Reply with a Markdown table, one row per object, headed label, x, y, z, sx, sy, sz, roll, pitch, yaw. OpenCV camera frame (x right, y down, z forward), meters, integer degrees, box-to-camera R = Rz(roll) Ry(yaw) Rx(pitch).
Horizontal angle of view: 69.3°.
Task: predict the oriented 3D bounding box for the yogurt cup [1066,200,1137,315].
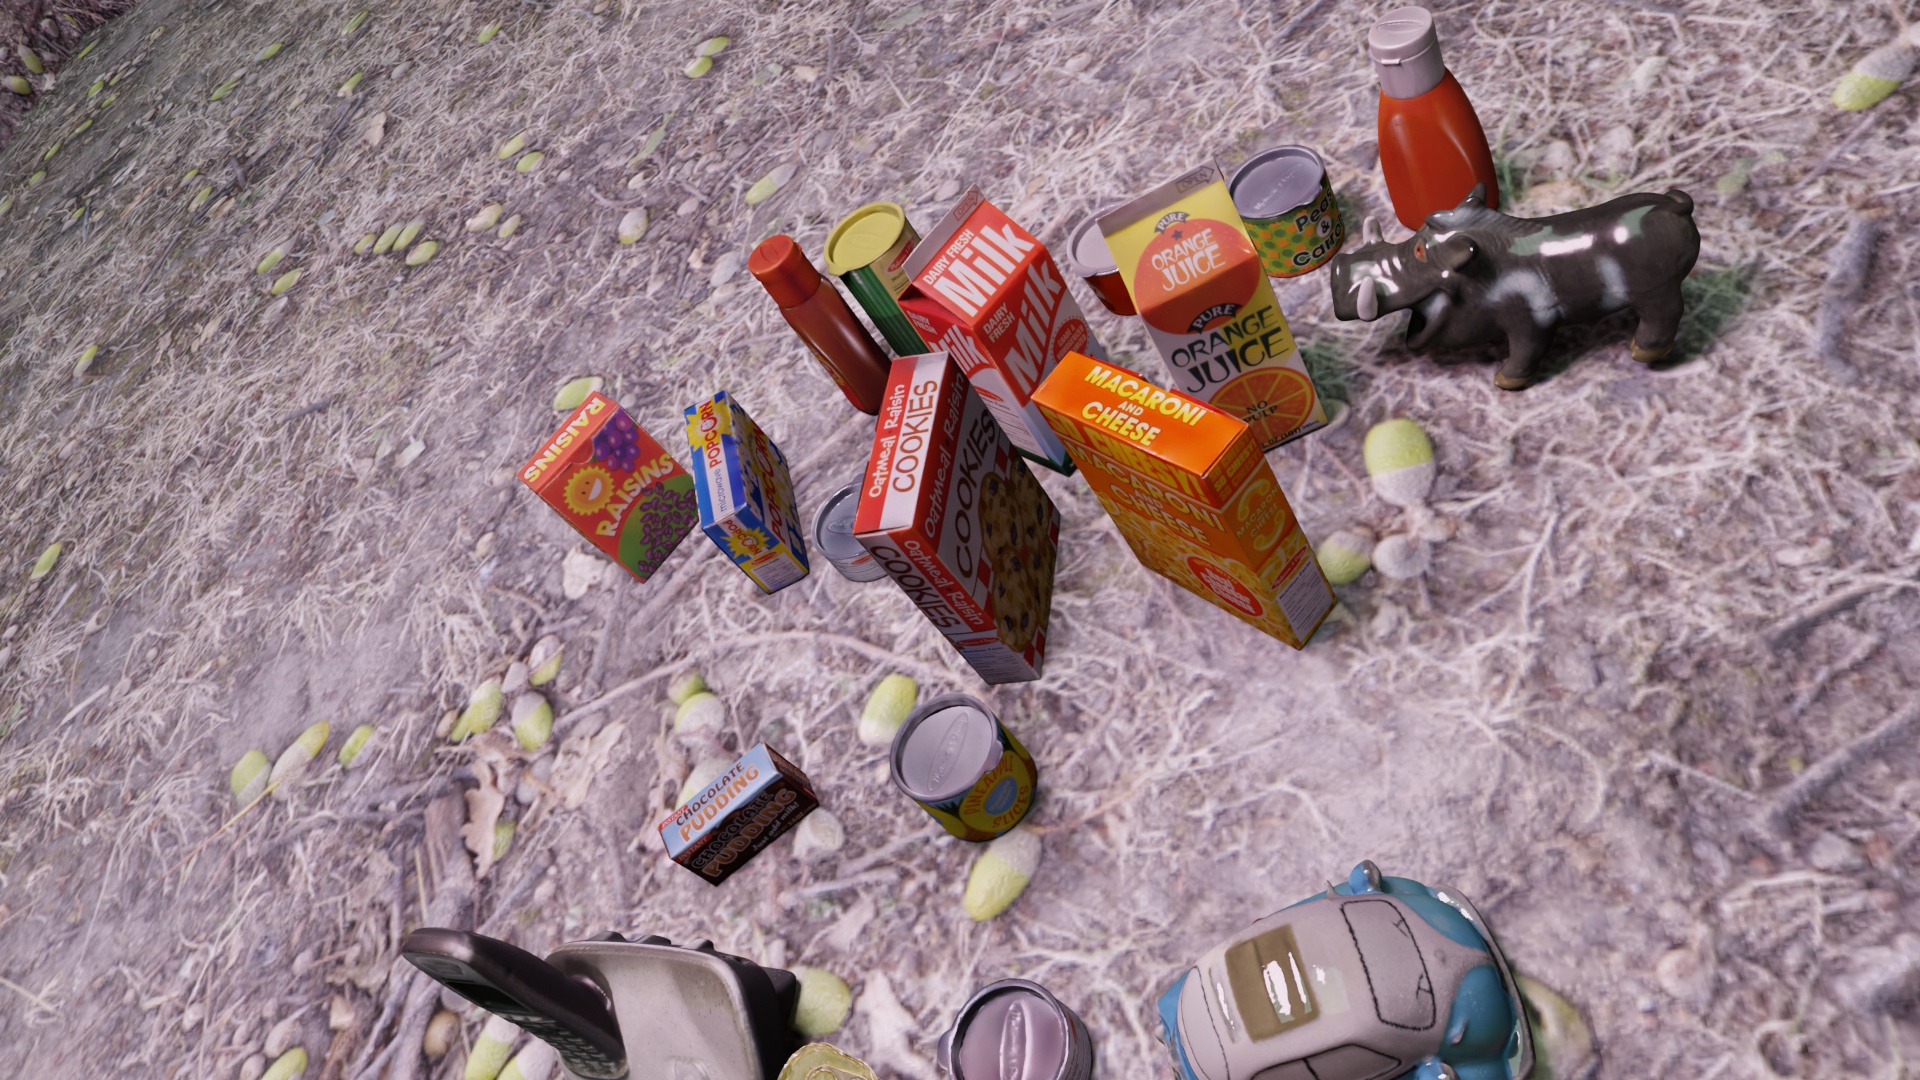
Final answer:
| label | x | y | z | sx | sy | sz | roll | pitch | yaw |
| --- | --- | --- | --- | --- | --- | --- | --- | --- | --- |
| yogurt cup | 0.114 | -0.194 | 0.964 | 0.072 | 0.053 | 0.073 | -17 | 49 | 20 |

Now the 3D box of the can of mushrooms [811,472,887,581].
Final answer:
| label | x | y | z | sx | sy | sz | roll | pitch | yaw |
| --- | --- | --- | --- | --- | --- | --- | --- | --- | --- |
| can of mushrooms | -0.064 | -0.009 | 0.944 | 0.071 | 0.033 | 0.071 | -16 | 49 | 20 |

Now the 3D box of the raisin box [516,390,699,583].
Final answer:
| label | x | y | z | sx | sy | sz | roll | pitch | yaw |
| --- | --- | --- | --- | --- | --- | --- | --- | --- | --- |
| raisin box | -0.250 | -0.037 | 1.016 | 0.040 | 0.123 | 0.086 | 30 | 75 | 43 |

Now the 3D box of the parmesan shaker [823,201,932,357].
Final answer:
| label | x | y | z | sx | sy | sz | roll | pitch | yaw |
| --- | --- | --- | --- | --- | --- | --- | --- | --- | --- |
| parmesan shaker | -0.048 | -0.188 | 1.024 | 0.071 | 0.102 | 0.072 | -17 | 49 | 20 |

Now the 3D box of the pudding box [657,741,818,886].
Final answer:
| label | x | y | z | sx | sy | sz | roll | pitch | yaw |
| --- | --- | --- | --- | --- | --- | --- | --- | --- | --- |
| pudding box | -0.134 | 0.165 | 0.839 | 0.084 | 0.049 | 0.030 | -38 | 45 | 0 |

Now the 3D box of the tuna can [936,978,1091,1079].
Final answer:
| label | x | y | z | sx | sy | sz | roll | pitch | yaw |
| --- | --- | --- | --- | --- | --- | --- | --- | --- | --- |
| tuna can | 0.027 | 0.254 | 0.684 | 0.071 | 0.032 | 0.071 | -16 | 49 | 20 |

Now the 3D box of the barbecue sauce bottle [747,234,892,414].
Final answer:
| label | x | y | z | sx | sy | sz | roll | pitch | yaw |
| --- | --- | --- | --- | --- | --- | --- | --- | --- | --- |
| barbecue sauce bottle | -0.097 | -0.156 | 0.997 | 0.043 | 0.148 | 0.065 | -38 | 45 | 1 |

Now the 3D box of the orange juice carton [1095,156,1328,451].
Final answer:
| label | x | y | z | sx | sy | sz | roll | pitch | yaw |
| --- | --- | --- | --- | --- | --- | --- | --- | --- | --- |
| orange juice carton | 0.144 | -0.134 | 0.801 | 0.072 | 0.192 | 0.073 | -25 | 47 | 14 |

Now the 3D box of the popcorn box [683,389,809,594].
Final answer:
| label | x | y | z | sx | sy | sz | roll | pitch | yaw |
| --- | --- | --- | --- | --- | --- | --- | --- | --- | --- |
| popcorn box | -0.152 | -0.035 | 0.981 | 0.038 | 0.085 | 0.127 | -28 | 46 | 10 |

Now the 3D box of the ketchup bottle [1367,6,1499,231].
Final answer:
| label | x | y | z | sx | sy | sz | roll | pitch | yaw |
| --- | --- | --- | --- | --- | --- | --- | --- | --- | --- |
| ketchup bottle | 0.281 | -0.250 | 0.839 | 0.065 | 0.148 | 0.044 | 15 | 65 | 39 |

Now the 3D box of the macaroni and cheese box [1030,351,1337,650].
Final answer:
| label | x | y | z | sx | sy | sz | roll | pitch | yaw |
| --- | --- | --- | --- | --- | --- | --- | --- | --- | --- |
| macaroni and cheese box | 0.122 | -0.021 | 0.746 | 0.040 | 0.166 | 0.124 | -50 | 46 | -10 |

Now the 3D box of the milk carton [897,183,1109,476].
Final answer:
| label | x | y | z | sx | sy | sz | roll | pitch | yaw |
| --- | --- | --- | --- | --- | --- | --- | --- | --- | --- |
| milk carton | 0.028 | -0.131 | 0.872 | 0.073 | 0.190 | 0.072 | 27 | 73 | 42 |

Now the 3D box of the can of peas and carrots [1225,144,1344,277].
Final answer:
| label | x | y | z | sx | sy | sz | roll | pitch | yaw |
| --- | --- | --- | --- | --- | --- | --- | --- | --- | --- |
| can of peas and carrots | 0.216 | -0.216 | 0.915 | 0.071 | 0.058 | 0.071 | -17 | 49 | 20 |

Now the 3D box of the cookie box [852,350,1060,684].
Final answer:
| label | x | y | z | sx | sy | sz | roll | pitch | yaw |
| --- | --- | --- | --- | --- | --- | --- | --- | --- | --- |
| cookie box | 0.003 | -0.010 | 0.809 | 0.040 | 0.167 | 0.123 | -9 | 52 | 26 |

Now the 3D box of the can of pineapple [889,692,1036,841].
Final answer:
| label | x | y | z | sx | sy | sz | roll | pitch | yaw |
| --- | --- | --- | --- | --- | --- | --- | --- | --- | --- |
| can of pineapple | 0.003 | 0.128 | 0.778 | 0.071 | 0.057 | 0.071 | -17 | 49 | 20 |
